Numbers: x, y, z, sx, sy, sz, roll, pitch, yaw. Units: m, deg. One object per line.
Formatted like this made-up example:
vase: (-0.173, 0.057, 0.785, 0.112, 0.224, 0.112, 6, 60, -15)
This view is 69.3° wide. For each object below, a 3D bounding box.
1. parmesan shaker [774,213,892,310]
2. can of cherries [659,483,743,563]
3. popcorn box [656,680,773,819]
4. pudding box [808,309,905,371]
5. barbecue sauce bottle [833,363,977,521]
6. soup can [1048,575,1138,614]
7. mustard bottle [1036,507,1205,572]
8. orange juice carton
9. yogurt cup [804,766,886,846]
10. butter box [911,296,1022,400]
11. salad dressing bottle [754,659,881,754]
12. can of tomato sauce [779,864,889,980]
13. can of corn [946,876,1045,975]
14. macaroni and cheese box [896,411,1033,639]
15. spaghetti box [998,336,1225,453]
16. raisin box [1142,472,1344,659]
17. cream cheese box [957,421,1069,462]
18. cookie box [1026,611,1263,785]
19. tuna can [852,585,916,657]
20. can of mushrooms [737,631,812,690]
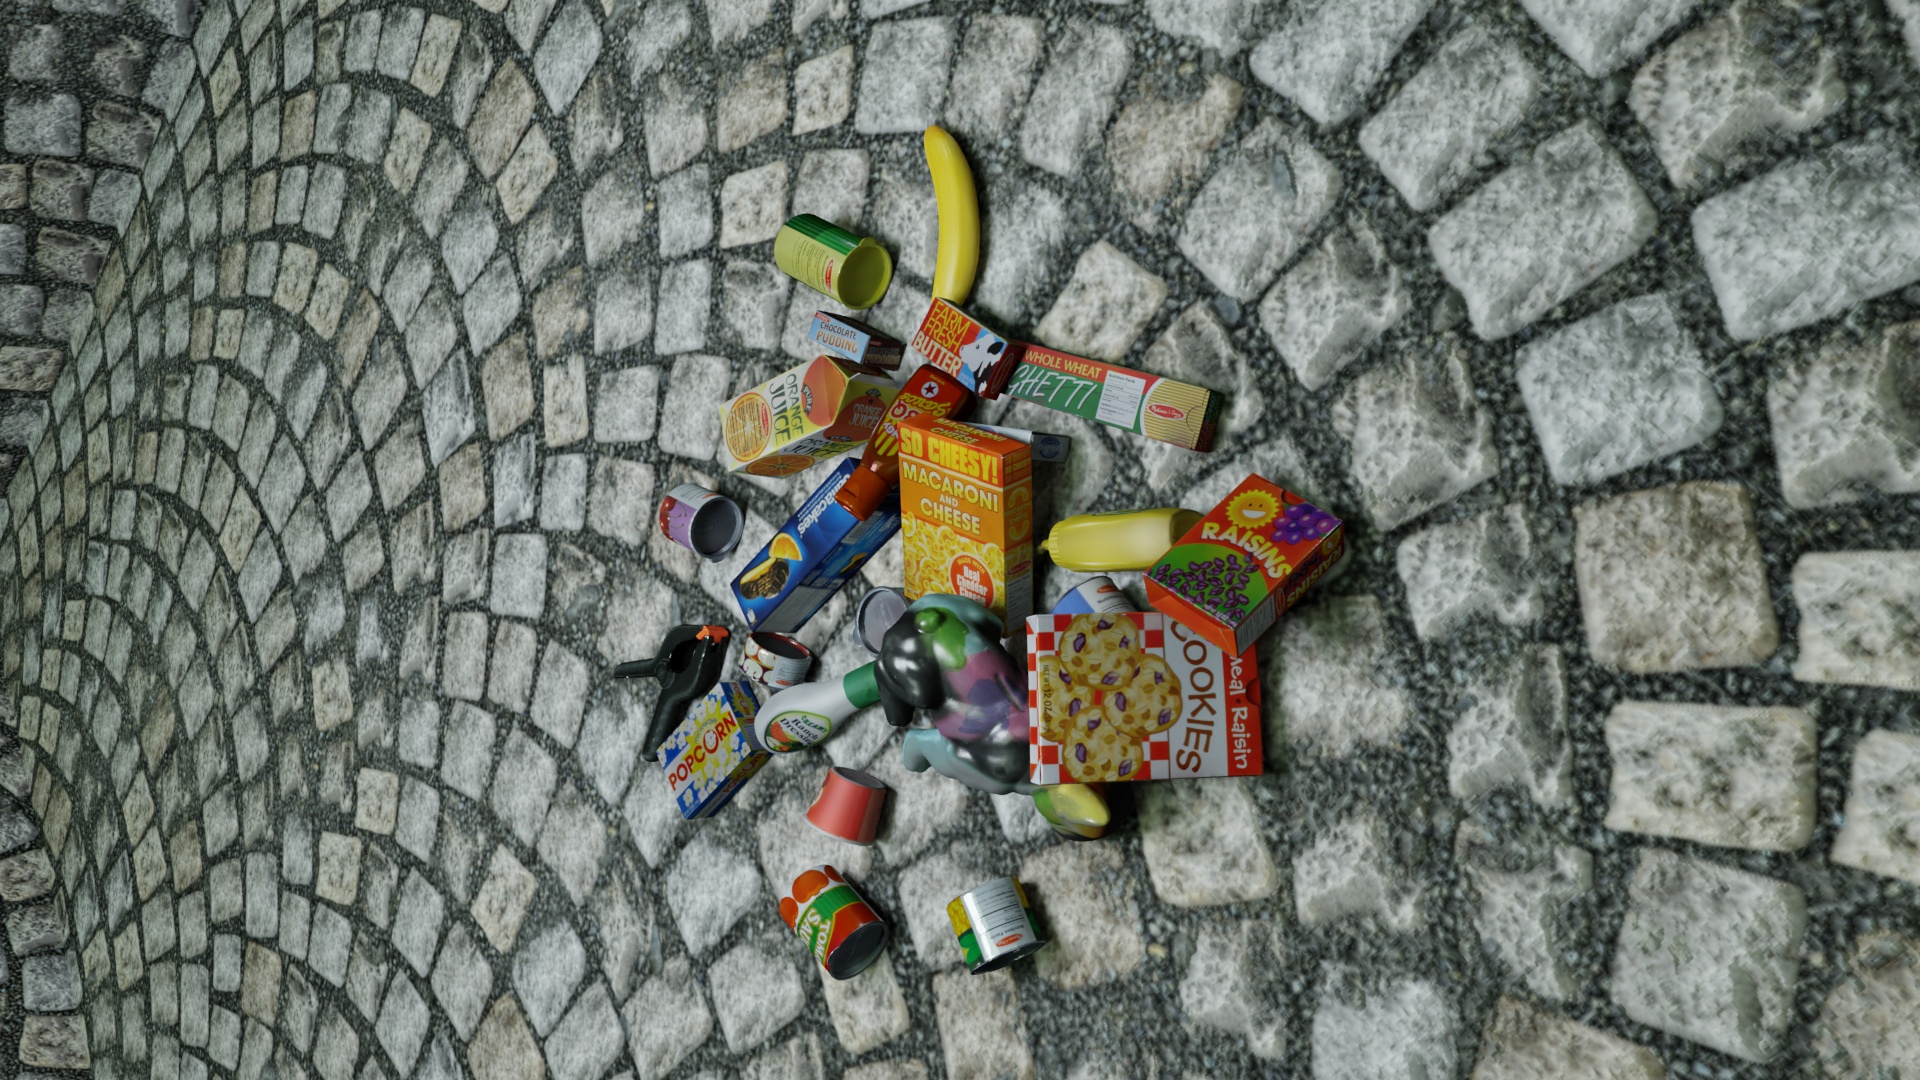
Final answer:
parmesan shaker: (-0.122, -0.272, 1.334, 0.103, 0.071, 0.071, 33, 107, 38)
can of cherries: (-0.268, -0.018, 1.431, 0.058, 0.071, 0.071, 21, 99, 40)
popcorn box: (-0.249, 0.213, 1.408, 0.126, 0.038, 0.085, -46, 58, 27)
pudding box: (-0.098, -0.189, 1.317, 0.084, 0.050, 0.030, 31, 107, 39)
barbecue sauce bottle: (-0.052, -0.084, 1.230, 0.065, 0.043, 0.149, 33, 79, 26)
soup can: (0.116, 0.082, 1.097, 0.071, 0.071, 0.084, -52, 56, 24)
mustard bottle: (0.118, 0.001, 1.106, 0.160, 0.065, 0.049, -3, 88, 44)
orange juice carton: (-0.139, -0.123, 1.330, 0.192, 0.072, 0.073, -20, 73, 37)
yogurt cup: (-0.102, 0.241, 1.266, 0.072, 0.072, 0.054, 21, 91, 40)
butter box: (0.005, -0.168, 1.204, 0.104, 0.024, 0.053, 39, 109, 38)
salad dressing bottle: (-0.126, 0.154, 1.300, 0.147, 0.064, 0.044, -28, 34, 27)
can of tomato sauce: (-0.117, 0.346, 1.262, 0.083, 0.071, 0.071, 38, 109, 37)
can of corn: (0.028, 0.319, 1.147, 0.071, 0.071, 0.058, -39, 62, 31)
macaroni and cheese box: (0.004, -0.015, 1.179, 0.124, 0.040, 0.165, 21, 123, 39)
spaghetti box: (0.104, -0.127, 1.153, 0.250, 0.029, 0.050, 22, 100, 40)
raisin box: (0.205, 0.016, 1.001, 0.124, 0.040, 0.086, -40, 49, -20)
cream cheese box: (0.037, -0.085, 1.189, 0.104, 0.053, 0.024, 11, 97, 41)
cookie box: (0.136, 0.115, 1.023, 0.040, 0.168, 0.123, 141, 128, -79)
tuna can: (-0.064, 0.076, 1.270, 0.071, 0.033, 0.071, -5, 82, 40)
can of mushrooms: (-0.180, 0.115, 1.342, 0.071, 0.071, 0.033, 31, 105, 38)
